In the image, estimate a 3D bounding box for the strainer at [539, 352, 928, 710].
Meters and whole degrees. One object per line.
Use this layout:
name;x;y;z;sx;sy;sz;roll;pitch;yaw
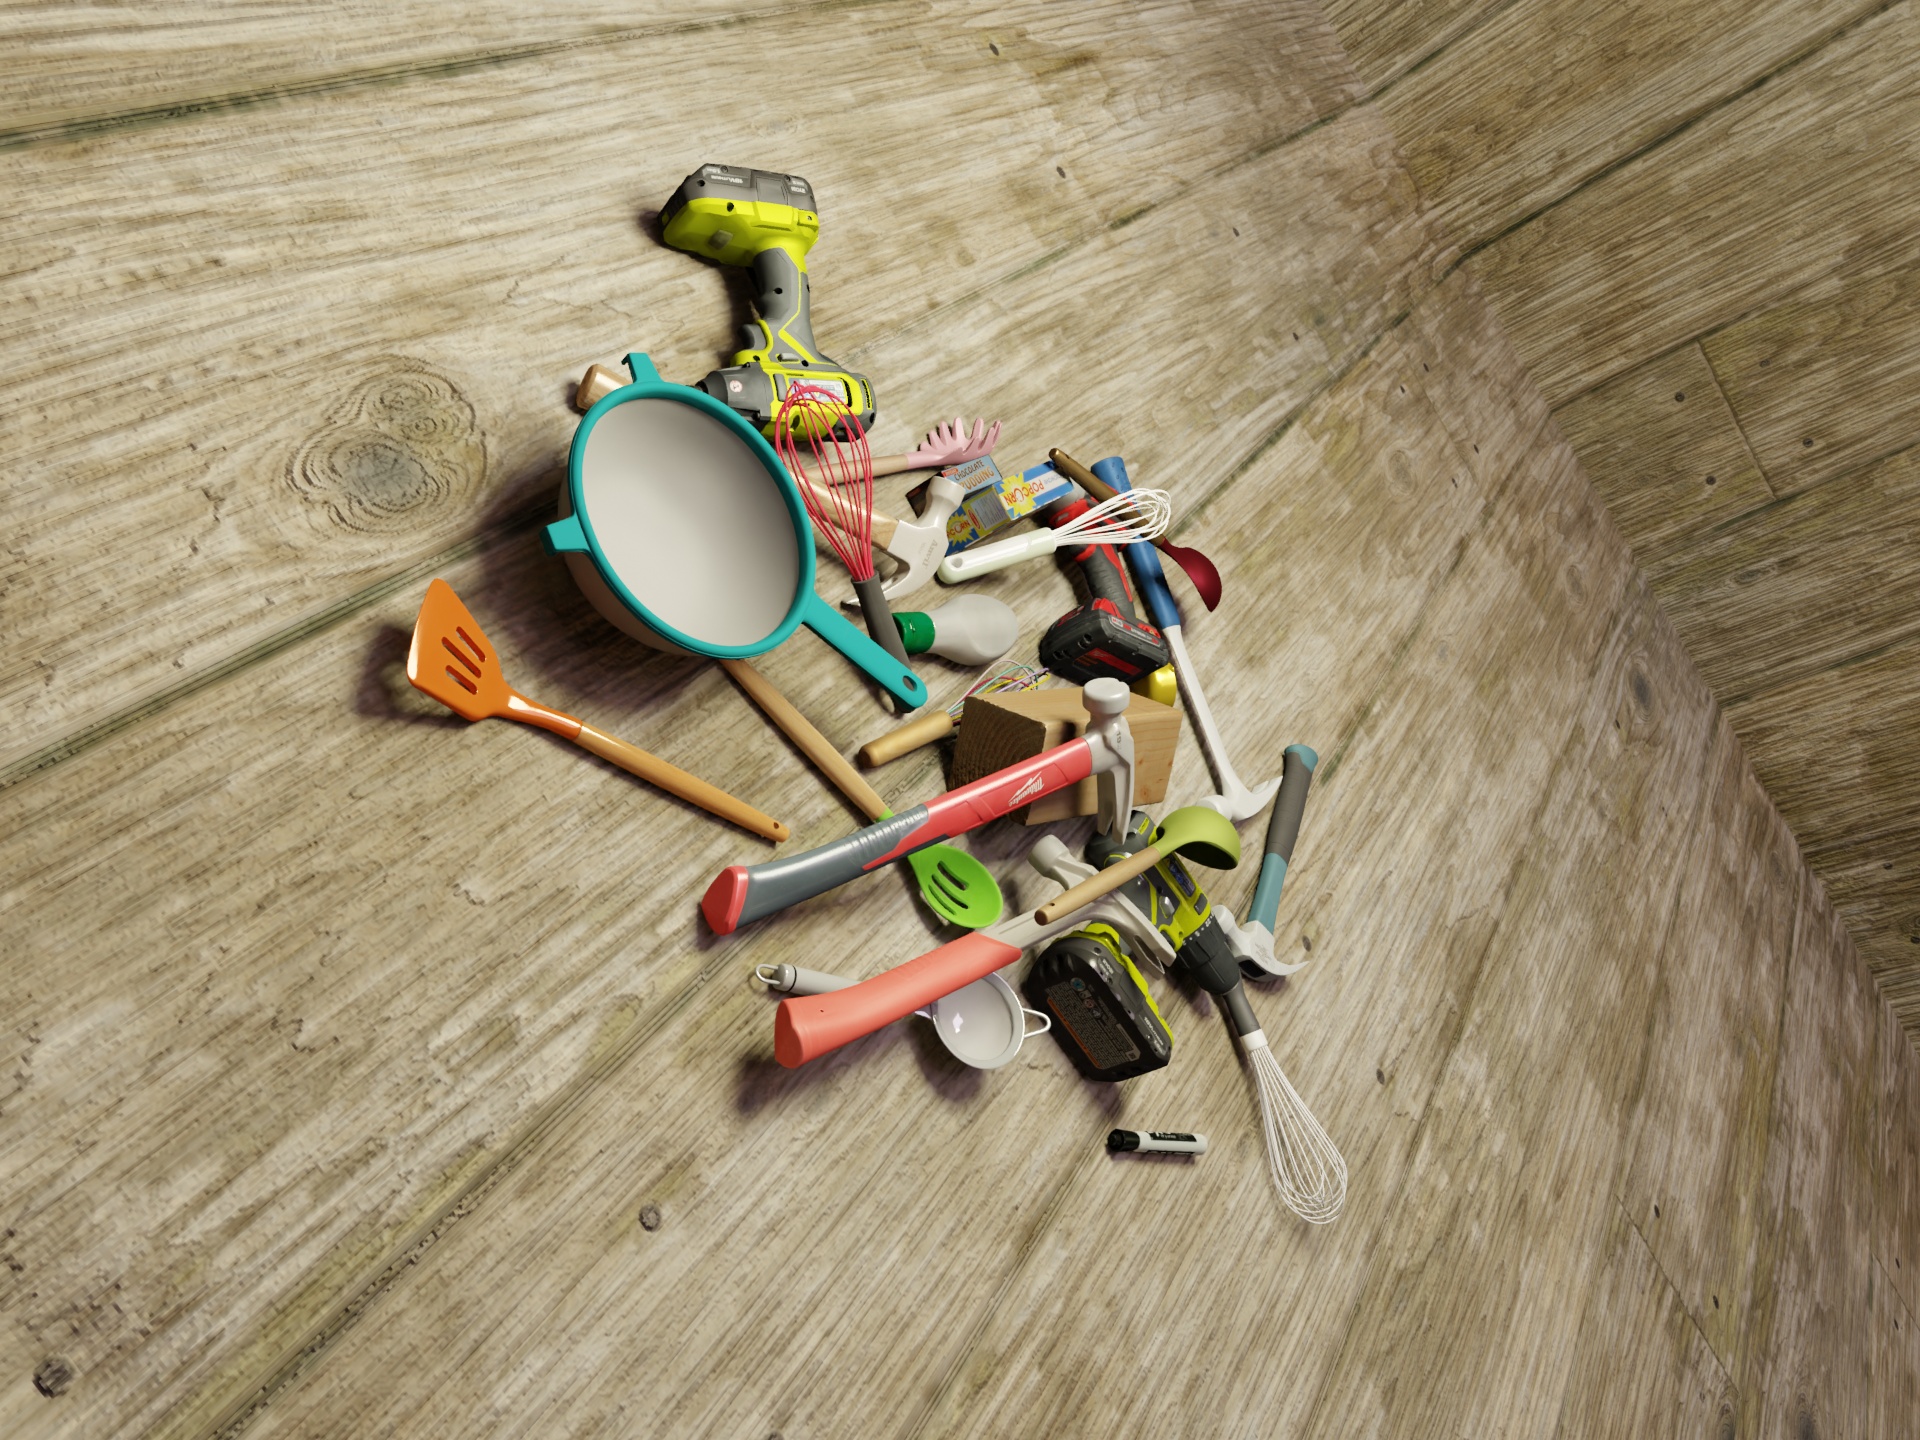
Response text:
strainer;-0.169;-0.096;1.181;0.340;0.095;0.211;39;47;-30

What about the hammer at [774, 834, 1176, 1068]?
hammer;0.008;0.186;1.183;0.359;0.036;0.149;-17;54;-47

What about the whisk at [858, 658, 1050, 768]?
whisk;-0.004;-0.004;1.363;0.047;0.051;0.245;28;33;29

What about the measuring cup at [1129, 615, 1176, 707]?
measuring cup;0.173;-0.075;1.603;0.029;0.062;0.157;-10;61;-23

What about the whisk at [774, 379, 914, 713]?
whisk;-0.082;-0.132;1.266;0.073;0.073;0.295;-54;135;-48

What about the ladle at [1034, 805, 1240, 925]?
ladle;0.144;0.128;1.301;0.320;0.078;0.062;-18;120;-55

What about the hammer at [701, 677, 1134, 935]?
hammer;-0.018;0.090;1.206;0.386;0.038;0.143;-21;121;-32

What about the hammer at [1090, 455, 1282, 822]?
hammer;0.228;-0.087;1.671;0.144;0.035;0.406;-9;76;-50

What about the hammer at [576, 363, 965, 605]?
hammer;-0.152;-0.193;1.273;0.331;0.031;0.130;23;87;-30

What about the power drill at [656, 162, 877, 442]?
power drill;-0.171;-0.341;1.326;0.171;0.080;0.223;-5;76;-37

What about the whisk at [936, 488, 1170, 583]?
whisk;0.090;-0.170;1.476;0.246;0.059;0.058;-19;60;-20

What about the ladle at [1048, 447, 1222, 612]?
ladle;0.181;-0.191;1.580;0.315;0.031;0.069;30;40;-45

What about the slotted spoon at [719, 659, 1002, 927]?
slotted spoon;-0.080;0.054;1.250;0.313;0.031;0.070;47;41;-17

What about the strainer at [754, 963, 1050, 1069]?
strainer;-0.045;0.212;1.190;0.258;0.050;0.087;20;50;-34

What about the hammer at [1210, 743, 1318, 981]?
hammer;0.332;0.138;1.663;0.128;0.033;0.331;47;41;-19

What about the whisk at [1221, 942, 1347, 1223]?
whisk;0.289;0.331;1.491;0.070;0.070;0.285;-6;69;-50

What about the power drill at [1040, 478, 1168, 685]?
power drill;0.126;-0.148;1.562;0.143;0.078;0.220;22;50;-41

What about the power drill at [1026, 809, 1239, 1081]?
power drill;0.162;0.209;1.396;0.190;0.080;0.228;54;36;-10

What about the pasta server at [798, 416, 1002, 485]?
pasta server;-0.069;-0.235;1.419;0.316;0.060;0.040;-21;119;-49

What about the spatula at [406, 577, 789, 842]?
spatula;-0.237;0.014;1.083;0.322;0.041;0.081;31;47;-35
